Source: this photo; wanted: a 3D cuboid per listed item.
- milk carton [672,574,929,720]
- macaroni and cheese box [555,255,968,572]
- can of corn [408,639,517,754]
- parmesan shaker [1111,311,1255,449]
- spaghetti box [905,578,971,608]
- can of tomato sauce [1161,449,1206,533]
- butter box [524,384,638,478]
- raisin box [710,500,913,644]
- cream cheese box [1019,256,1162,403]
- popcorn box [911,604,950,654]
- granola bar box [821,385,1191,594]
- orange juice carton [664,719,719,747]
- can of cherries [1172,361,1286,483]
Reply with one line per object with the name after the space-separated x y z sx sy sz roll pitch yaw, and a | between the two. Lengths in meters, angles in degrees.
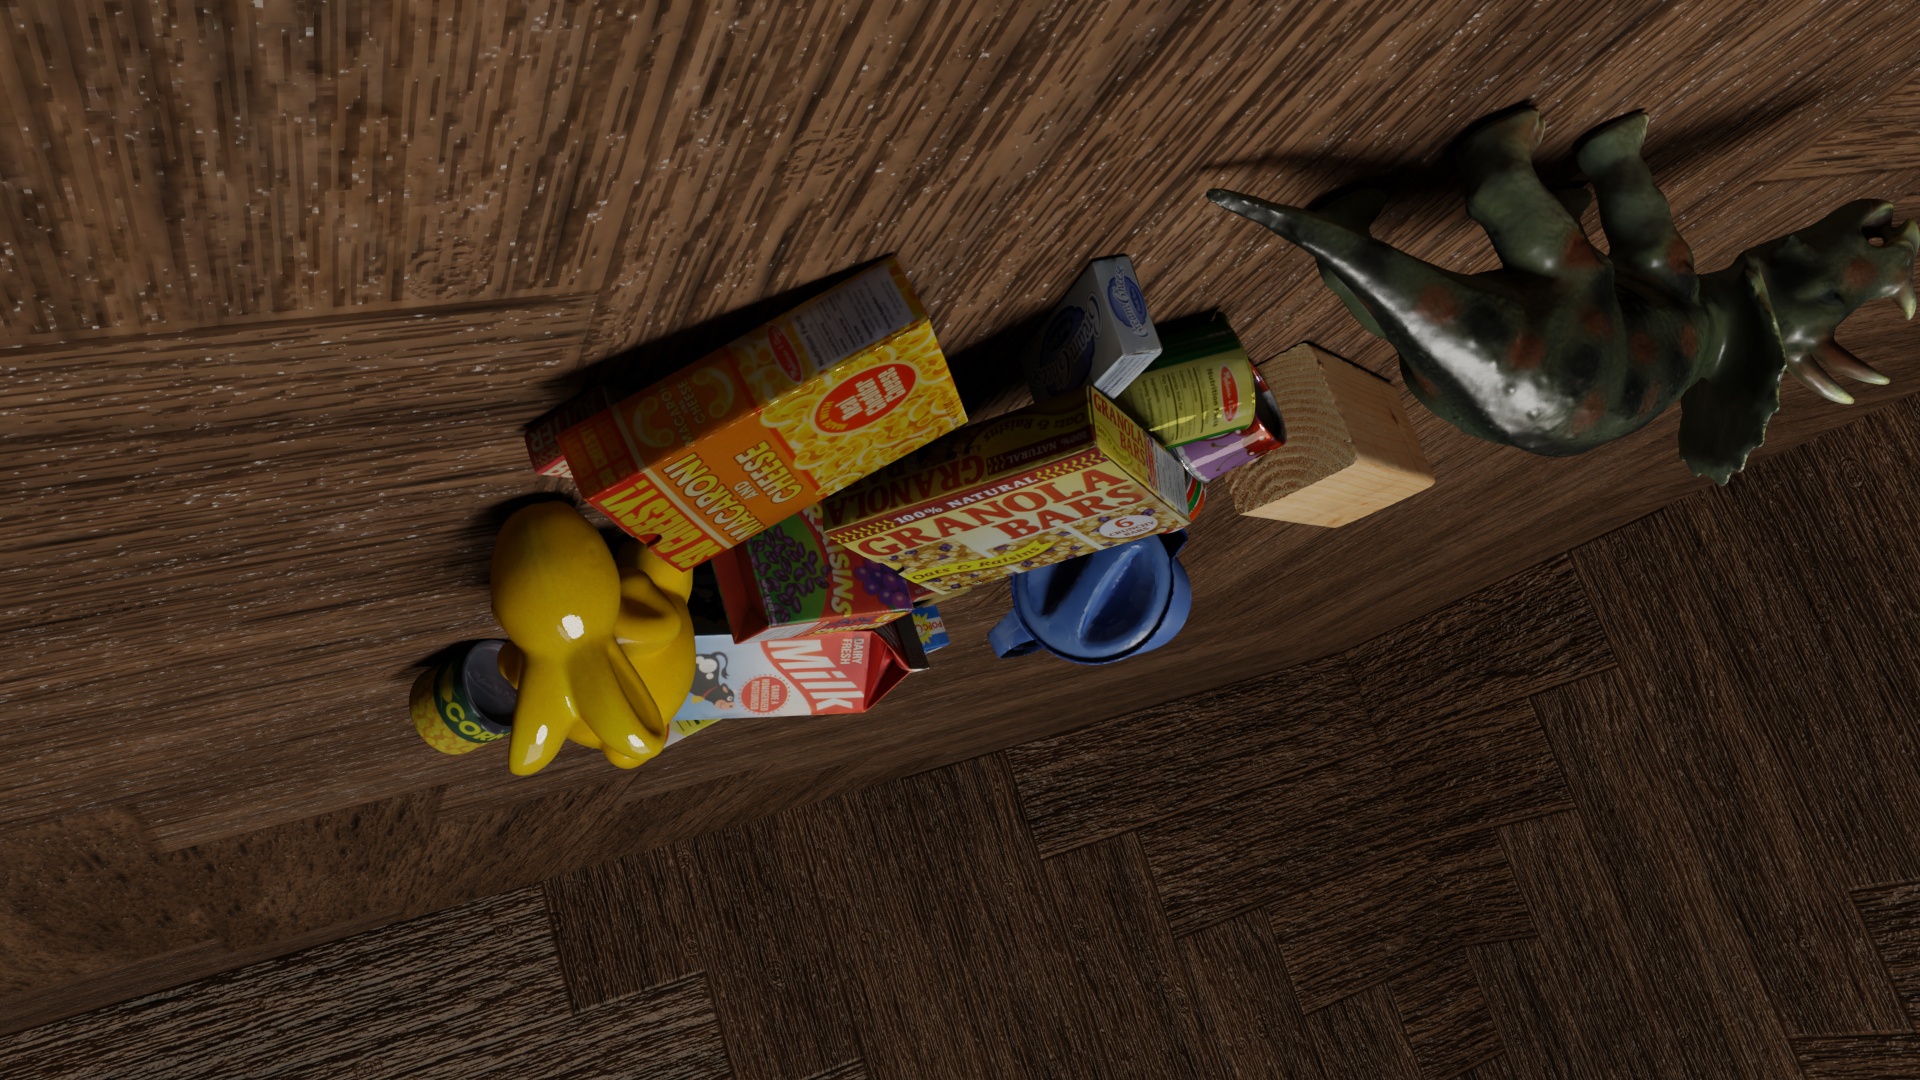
-0.120 0.070 0.947 0.191 0.072 0.073 -1 123 -15 | milk carton
-0.085 -0.053 0.649 0.166 0.040 0.123 -29 162 0 | macaroni and cheese box
-0.338 0.112 0.964 0.058 0.071 0.071 -25 165 26 | can of corn
0.108 -0.086 0.800 0.103 0.071 0.071 -15 166 -9 | parmesan shaker
-0.112 0.064 1.165 0.250 0.029 0.050 -18 167 -3 | spaghetti box
0.139 -0.041 1.000 0.071 0.071 0.083 -22 166 13 | can of tomato sauce
-0.155 -0.048 0.677 0.053 0.024 0.103 -26 165 26 | butter box
-0.094 0.014 0.871 0.040 0.086 0.123 -29 163 39 | raisin box
0.065 -0.097 0.715 0.024 0.053 0.103 -11 164 -23 | cream cheese box
-0.083 0.094 1.175 0.085 0.038 0.126 -9 168 -43 | popcorn box
0.026 -0.021 0.761 0.165 0.039 0.124 -17 154 26 | granola bar box
-0.192 0.096 1.052 0.192 0.071 0.073 -28 -173 34 | orange juice carton
0.168 -0.079 0.896 0.058 0.071 0.071 -27 164 28 | can of cherries
